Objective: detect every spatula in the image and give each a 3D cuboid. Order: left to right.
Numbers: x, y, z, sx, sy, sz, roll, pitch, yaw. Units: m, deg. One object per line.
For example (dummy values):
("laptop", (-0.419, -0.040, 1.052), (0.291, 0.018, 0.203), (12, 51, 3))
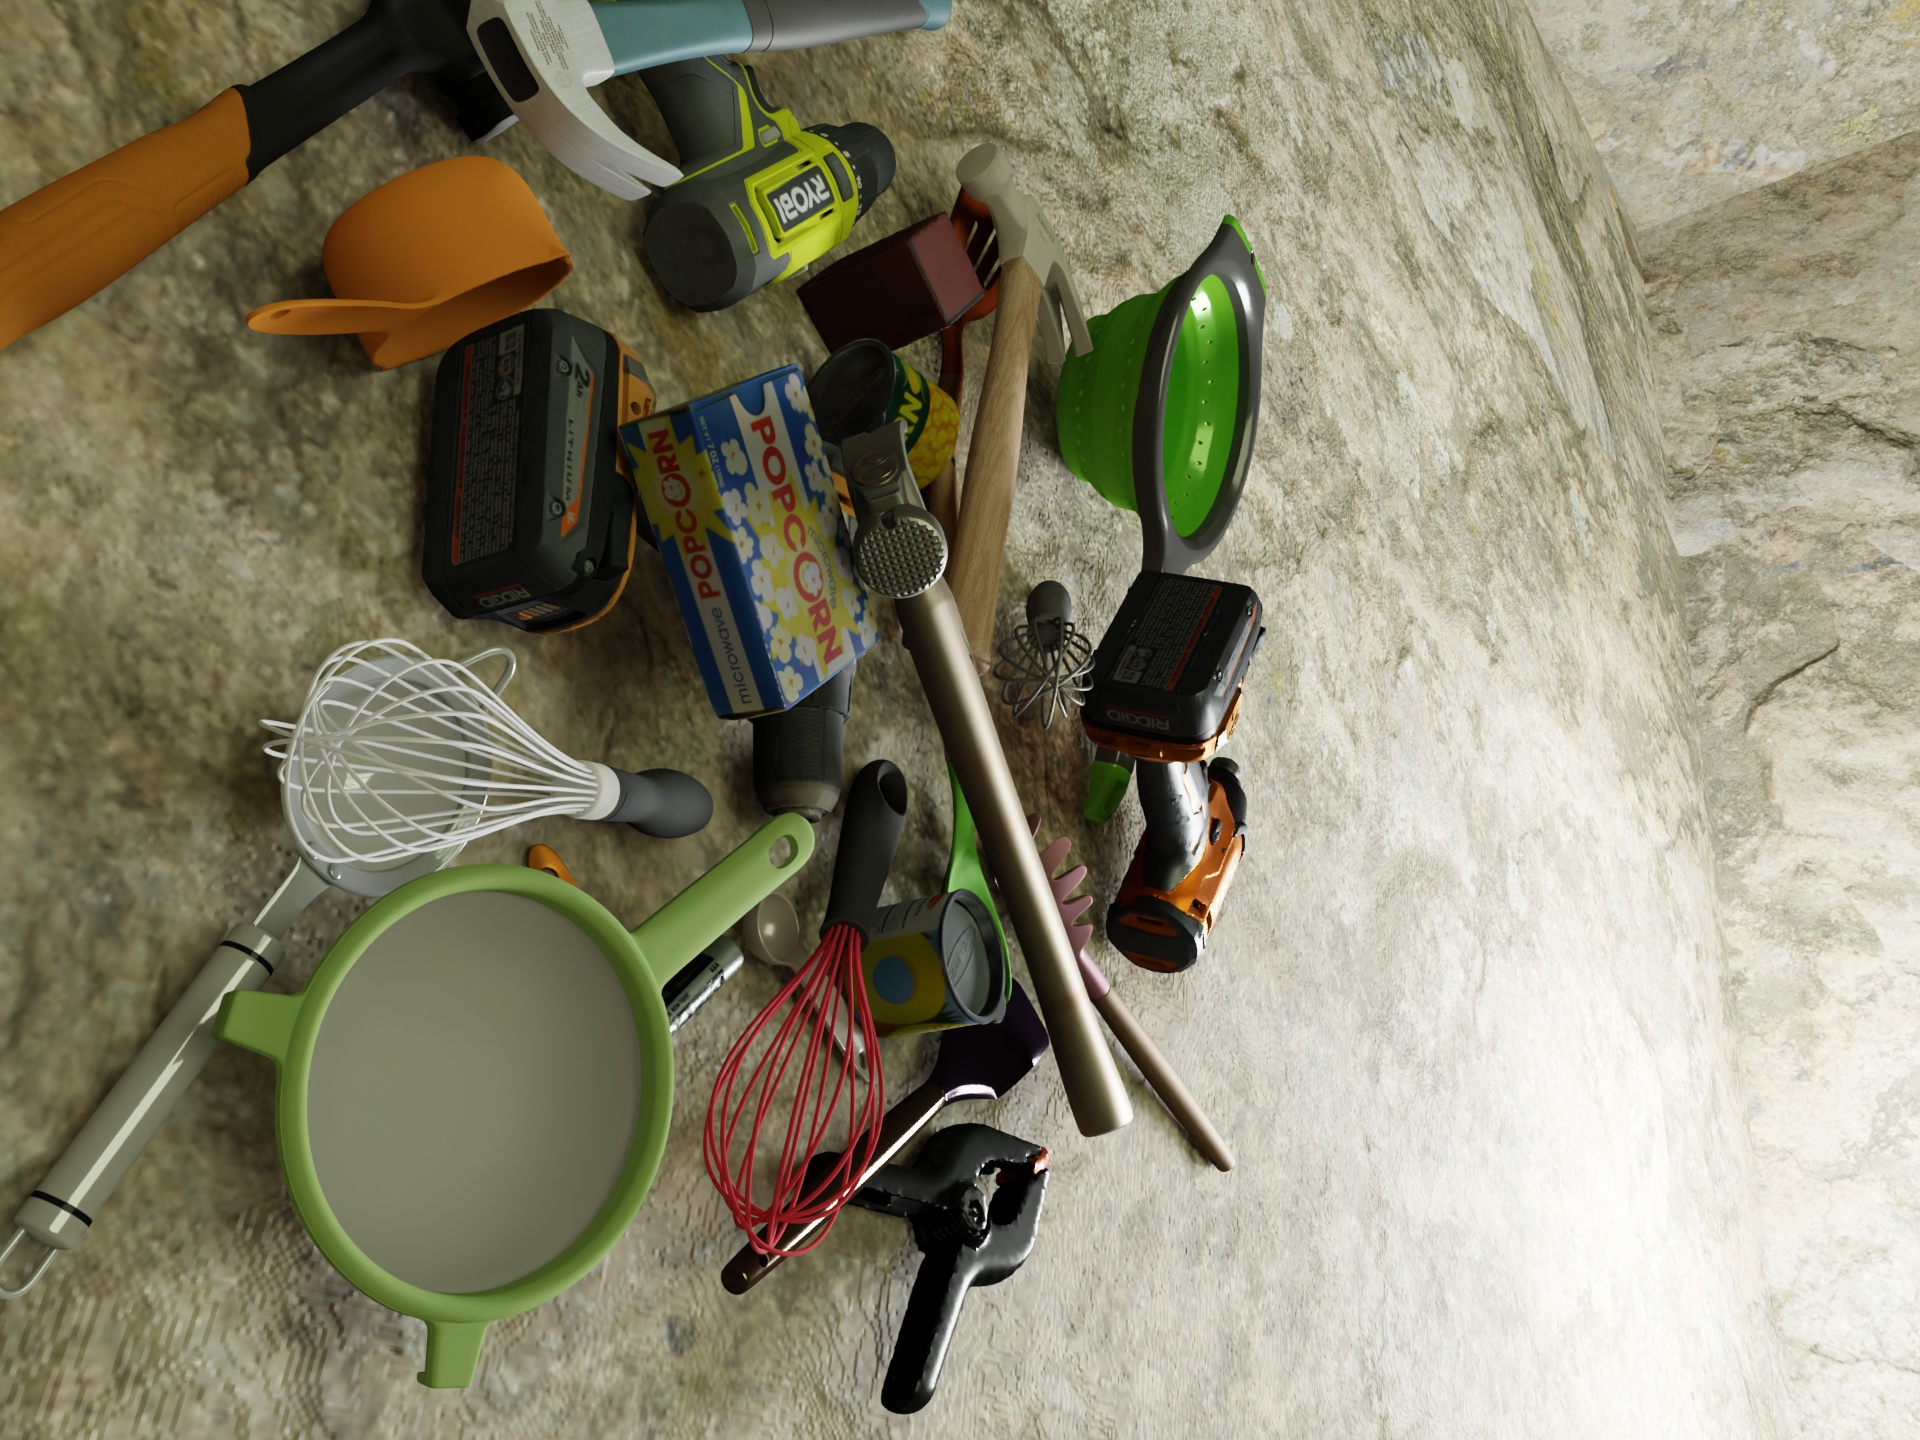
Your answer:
("spatula", (-0.026, 0.188, 0.760), (0.060, 0.018, 0.316), (60, 26, 2))
("spatula", (-0.001, -0.186, 0.942), (0.080, 0.041, 0.323), (37, 51, -45))

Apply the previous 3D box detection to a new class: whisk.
("whisk", (-0.153, 0.024, 0.584), (0.284, 0.070, 0.070), (28, 53, -74))
("whisk", (-0.056, 0.110, 0.714), (0.073, 0.073, 0.296), (55, 25, -27))
("whisk", (0.049, -0.046, 0.894), (0.239, 0.055, 0.055), (-76, 143, -74))

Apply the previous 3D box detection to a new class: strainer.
("strainer", (-0.233, 0.069, 0.530), (0.086, 0.050, 0.259), (62, 41, -40))
("strainer", (-0.151, 0.105, 0.594), (0.256, 0.069, 0.151), (-40, 111, -48))

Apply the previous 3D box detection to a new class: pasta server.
("pasta server", (0.100, 0.173, 0.955), (0.040, 0.060, 0.316), (-46, 123, -18))

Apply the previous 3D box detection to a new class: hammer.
("hammer", (-0.279, -0.207, 0.570), (0.127, 0.034, 0.337), (55, 40, -28))
("hammer", (-0.098, -0.328, 0.738), (0.331, 0.033, 0.128), (-41, 116, -50))
("hammer", (0.023, -0.170, 0.907), (0.129, 0.031, 0.332), (43, 46, -45))
("hammer", (0.021, 0.050, 0.799), (0.146, 0.038, 0.410), (-103, 174, -59))

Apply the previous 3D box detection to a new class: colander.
("colander", (0.104, -0.132, 1.039), (0.204, 0.094, 0.397), (33, 69, -62))

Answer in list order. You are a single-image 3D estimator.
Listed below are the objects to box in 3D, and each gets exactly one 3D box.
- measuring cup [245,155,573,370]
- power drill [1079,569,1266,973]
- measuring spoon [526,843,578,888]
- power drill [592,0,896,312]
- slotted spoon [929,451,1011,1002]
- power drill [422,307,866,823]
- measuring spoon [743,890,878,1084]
("measuring cup", (-0.213, -0.170, 0.581), (0.052, 0.095, 0.174), (63, 20, -7))
("power drill", (0.136, 0.023, 0.965), (0.226, 0.084, 0.164), (80, 30, -41))
("measuring spoon", (-0.152, 0.104, 0.637), (0.021, 0.011, 0.117), (-9, 70, -46))
("power drill", (-0.122, -0.339, 0.801), (0.191, 0.080, 0.228), (-51, 122, -48))
("slotted spoon", (-0.001, -0.003, 0.867), (0.070, 0.031, 0.314), (18, 66, -66))
("power drill", (-0.122, -0.059, 0.701), (0.226, 0.084, 0.185), (21, 63, -54))
("measuring spoon", (-0.072, 0.131, 0.757), (0.124, 0.018, 0.034), (62, 28, -29))
